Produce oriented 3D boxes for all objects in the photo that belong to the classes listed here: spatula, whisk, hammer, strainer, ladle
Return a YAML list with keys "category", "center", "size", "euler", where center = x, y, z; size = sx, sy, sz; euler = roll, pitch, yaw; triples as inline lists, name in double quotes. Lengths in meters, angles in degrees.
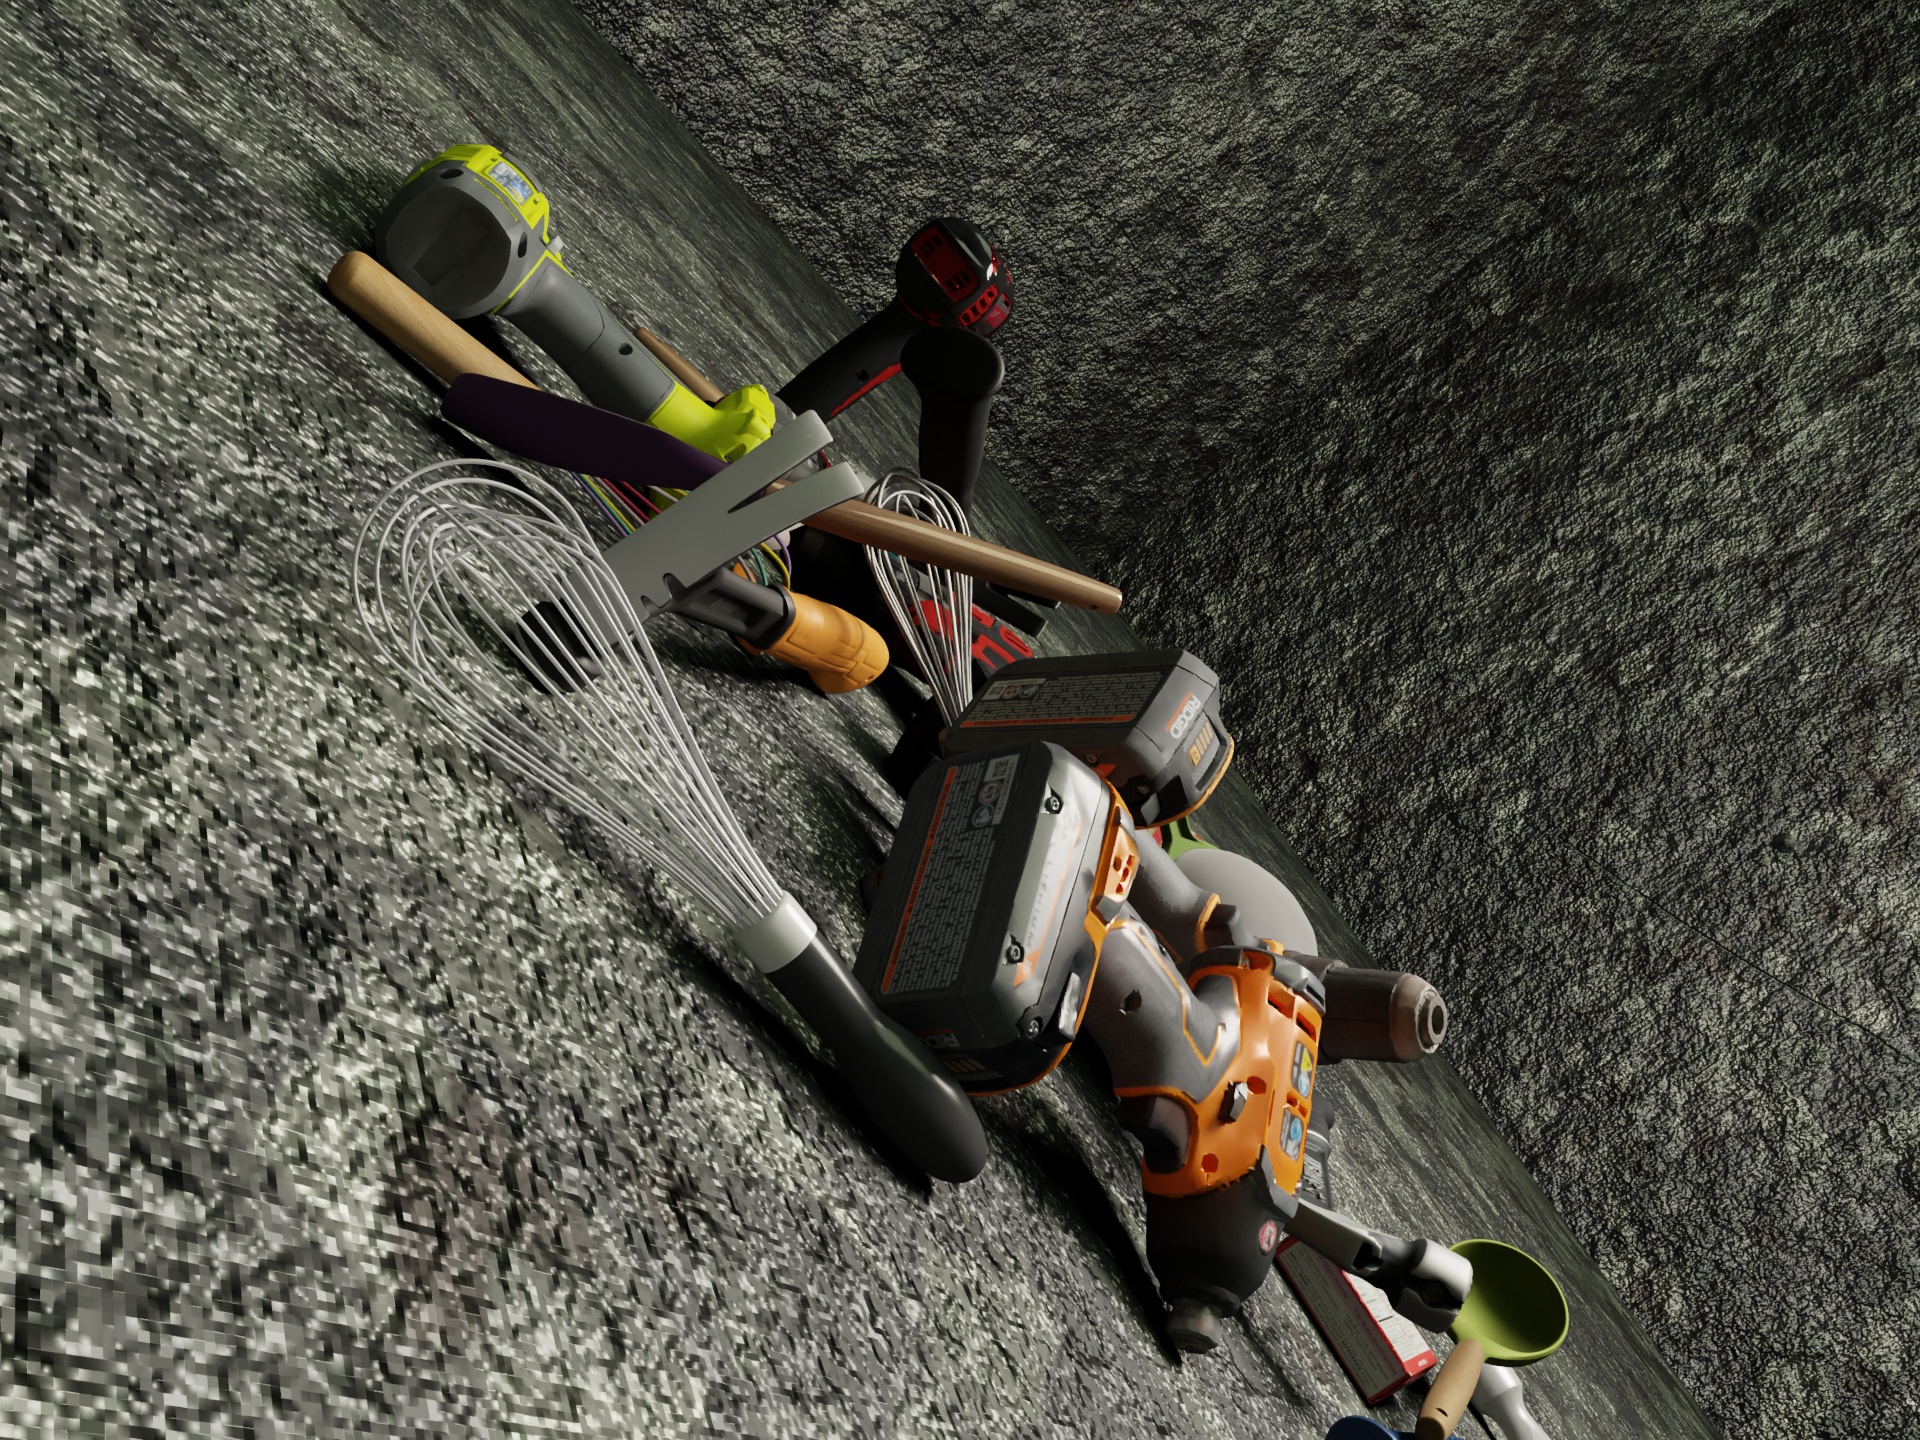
- category: "spatula"
  center: [-0.064, -0.091, 0.690]
  size: [0.315, 0.060, 0.018]
  euler: [14, 68, -26]
- category: "whisk"
  center: [-0.076, 0.040, 0.491]
  size: [0.284, 0.070, 0.070]
  euler: [53, 9, -16]
- category: "hammer"
  center: [0.268, 0.388, 0.815]
  size: [0.405, 0.035, 0.144]
  euler: [37, 17, -53]
- category: "hammer"
  center: [-0.002, -0.119, 0.807]
  size: [0.146, 0.035, 0.334]
  euler: [32, -8, 2]
- category: "spatula"
  center: [-0.111, -0.151, 1.106]
  size: [0.317, 0.044, 0.082]
  euler: [42, 13, -21]
- category: "whisk"
  center: [-0.001, -0.002, 0.774]
  size: [0.059, 0.058, 0.246]
  euler: [-36, 115, -57]
- category: "hammer"
  center: [-0.071, -0.047, 0.691]
  size: [0.034, 0.127, 0.337]
  euler: [56, 5, 7]
- category: "strainer"
  center: [0.156, 0.087, 0.935]
  size: [0.151, 0.069, 0.256]
  euler: [-13, 87, -52]
- category: "ladle"
  center: [0.263, 0.316, 0.808]
  size: [0.078, 0.062, 0.320]
  euler: [30, 2, 25]
- category: "hammer"
  center: [0.194, 0.246, 0.911]
  size: [0.149, 0.036, 0.408]
  euler: [26, 0, 12]
- category: "whisk"
  center: [-0.168, -0.114, 0.693]
  size: [0.047, 0.051, 0.244]
  euler: [8, -24, 50]

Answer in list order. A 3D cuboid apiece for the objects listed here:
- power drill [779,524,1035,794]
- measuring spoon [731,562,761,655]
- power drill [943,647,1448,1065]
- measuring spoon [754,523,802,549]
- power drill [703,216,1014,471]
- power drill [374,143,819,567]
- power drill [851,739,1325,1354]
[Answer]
- category: "power drill"
  center: [-0.014, -0.030, 0.934]
  size: [0.187, 0.080, 0.227]
  euler: [33, 14, -28]
- category: "measuring spoon"
  center: [-0.109, -0.062, 0.822]
  size: [0.021, 0.011, 0.117]
  euler: [47, 11, -23]
- category: "power drill"
  center: [0.111, 0.078, 0.738]
  size: [0.084, 0.185, 0.226]
  euler: [-52, 126, -38]
- category: "measuring spoon"
  center: [-0.096, -0.129, 0.948]
  size: [0.034, 0.018, 0.124]
  euler: [20, 30, 16]
- category: "power drill"
  center: [-0.059, -0.219, 1.000]
  size: [0.078, 0.219, 0.143]
  euler: [52, 10, 3]
- category: "power drill"
  center: [-0.180, -0.193, 0.802]
  size: [0.228, 0.080, 0.191]
  euler: [44, 12, -23]
- category: "power drill"
  center: [0.060, 0.129, 0.608]
  size: [0.226, 0.084, 0.164]
  euler: [43, 49, -34]
